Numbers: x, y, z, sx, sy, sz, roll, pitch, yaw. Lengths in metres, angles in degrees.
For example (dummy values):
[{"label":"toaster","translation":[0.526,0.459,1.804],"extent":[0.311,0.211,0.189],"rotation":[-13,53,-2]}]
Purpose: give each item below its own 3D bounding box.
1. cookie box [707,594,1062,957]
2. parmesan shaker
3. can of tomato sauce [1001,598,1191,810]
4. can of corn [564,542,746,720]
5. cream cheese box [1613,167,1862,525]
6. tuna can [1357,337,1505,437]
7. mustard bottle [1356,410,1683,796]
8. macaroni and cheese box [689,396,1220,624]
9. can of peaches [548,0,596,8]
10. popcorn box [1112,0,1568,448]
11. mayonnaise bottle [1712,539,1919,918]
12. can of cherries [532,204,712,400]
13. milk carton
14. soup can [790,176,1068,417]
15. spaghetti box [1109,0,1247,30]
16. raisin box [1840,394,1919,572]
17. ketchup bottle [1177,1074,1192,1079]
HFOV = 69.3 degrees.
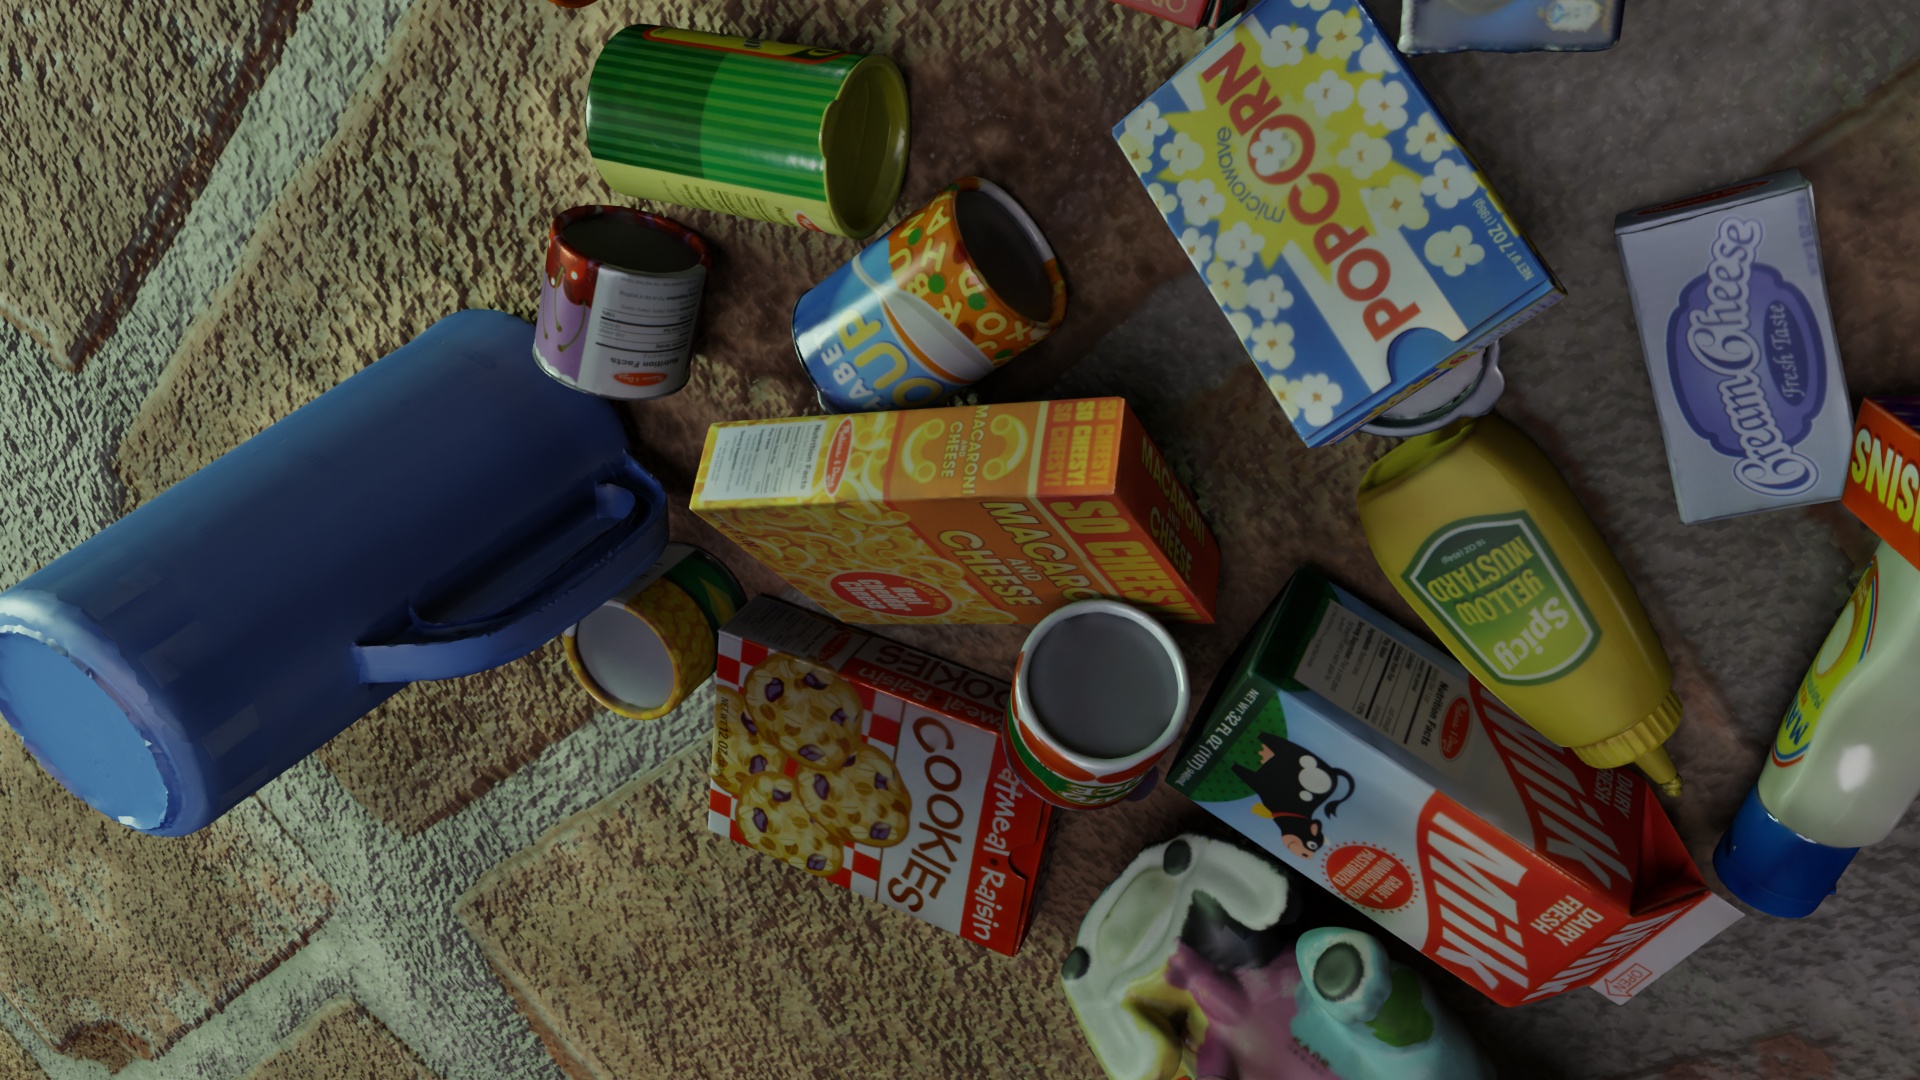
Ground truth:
[{"label":"cookie box","translation":[-0.035,0.110,0.647],"extent":[0.167,0.040,0.122],"rotation":[19,121,16]},{"label":"parmesan shaker","translation":[-0.080,-0.154,0.518],"extent":[0.103,0.072,0.071],"rotation":[15,120,19]},{"label":"can of tomato sauce","translation":[0.052,0.068,0.544],"extent":[0.071,0.071,0.082],"rotation":[30,161,10]},{"label":"can of corn","translation":[-0.141,0.045,0.655],"extent":[0.071,0.058,0.070],"rotation":[11,119,21]},{"label":"cream cheese box","translation":[0.246,-0.059,0.438],"extent":[0.053,0.024,0.103],"rotation":[-12,109,30]},{"label":"tuna can","translation":[0.152,-0.070,0.472],"extent":[0.071,0.033,0.070],"rotation":[11,118,21]},{"label":"mustard bottle","translation":[0.207,0.030,0.486],"extent":[0.065,0.049,0.160],"rotation":[-37,95,36]},{"label":"macaroni and cheese box","translation":[0.002,-0.007,0.530],"extent":[0.166,0.040,0.123],"rotation":[-2,156,26]},{"label":"can of peaches","translation":[-0.159,-0.239,0.518],"extent":[0.058,0.071,0.071],"rotation":[27,123,11]},{"label":"popcorn box","translation":[0.116,-0.104,0.435],"extent":[0.085,0.038,0.127],"rotation":[-35,75,27]},{"label":"mayonnaise bottle","translation":[0.294,0.061,0.454],"extent":[0.041,0.065,0.147],"rotation":[21,126,18]},{"label":"can of cherries","translation":[-0.142,-0.101,0.579],"extent":[0.071,0.072,0.058],"rotation":[26,123,12]},{"label":"milk carton","translation":[0.182,0.101,0.515],"extent":[0.191,0.074,0.072],"rotation":[33,132,8]},{"label":"soup can","translation":[-0.012,-0.085,0.520],"extent":[0.083,0.072,0.071],"rotation":[-30,100,33]},{"label":"spaghetti box","translation":[-0.021,-0.226,0.467],"extent":[0.250,0.050,0.028],"rotation":[24,124,13]},{"label":"raisin box","translation":[0.323,-0.012,0.373],"extent":[0.123,0.086,0.040],"rotation":[0,112,12]},{"label":"ketchup bottle","translation":[0.112,0.285,0.662],"extent":[0.065,0.044,0.148],"rotation":[12,120,8]}]
